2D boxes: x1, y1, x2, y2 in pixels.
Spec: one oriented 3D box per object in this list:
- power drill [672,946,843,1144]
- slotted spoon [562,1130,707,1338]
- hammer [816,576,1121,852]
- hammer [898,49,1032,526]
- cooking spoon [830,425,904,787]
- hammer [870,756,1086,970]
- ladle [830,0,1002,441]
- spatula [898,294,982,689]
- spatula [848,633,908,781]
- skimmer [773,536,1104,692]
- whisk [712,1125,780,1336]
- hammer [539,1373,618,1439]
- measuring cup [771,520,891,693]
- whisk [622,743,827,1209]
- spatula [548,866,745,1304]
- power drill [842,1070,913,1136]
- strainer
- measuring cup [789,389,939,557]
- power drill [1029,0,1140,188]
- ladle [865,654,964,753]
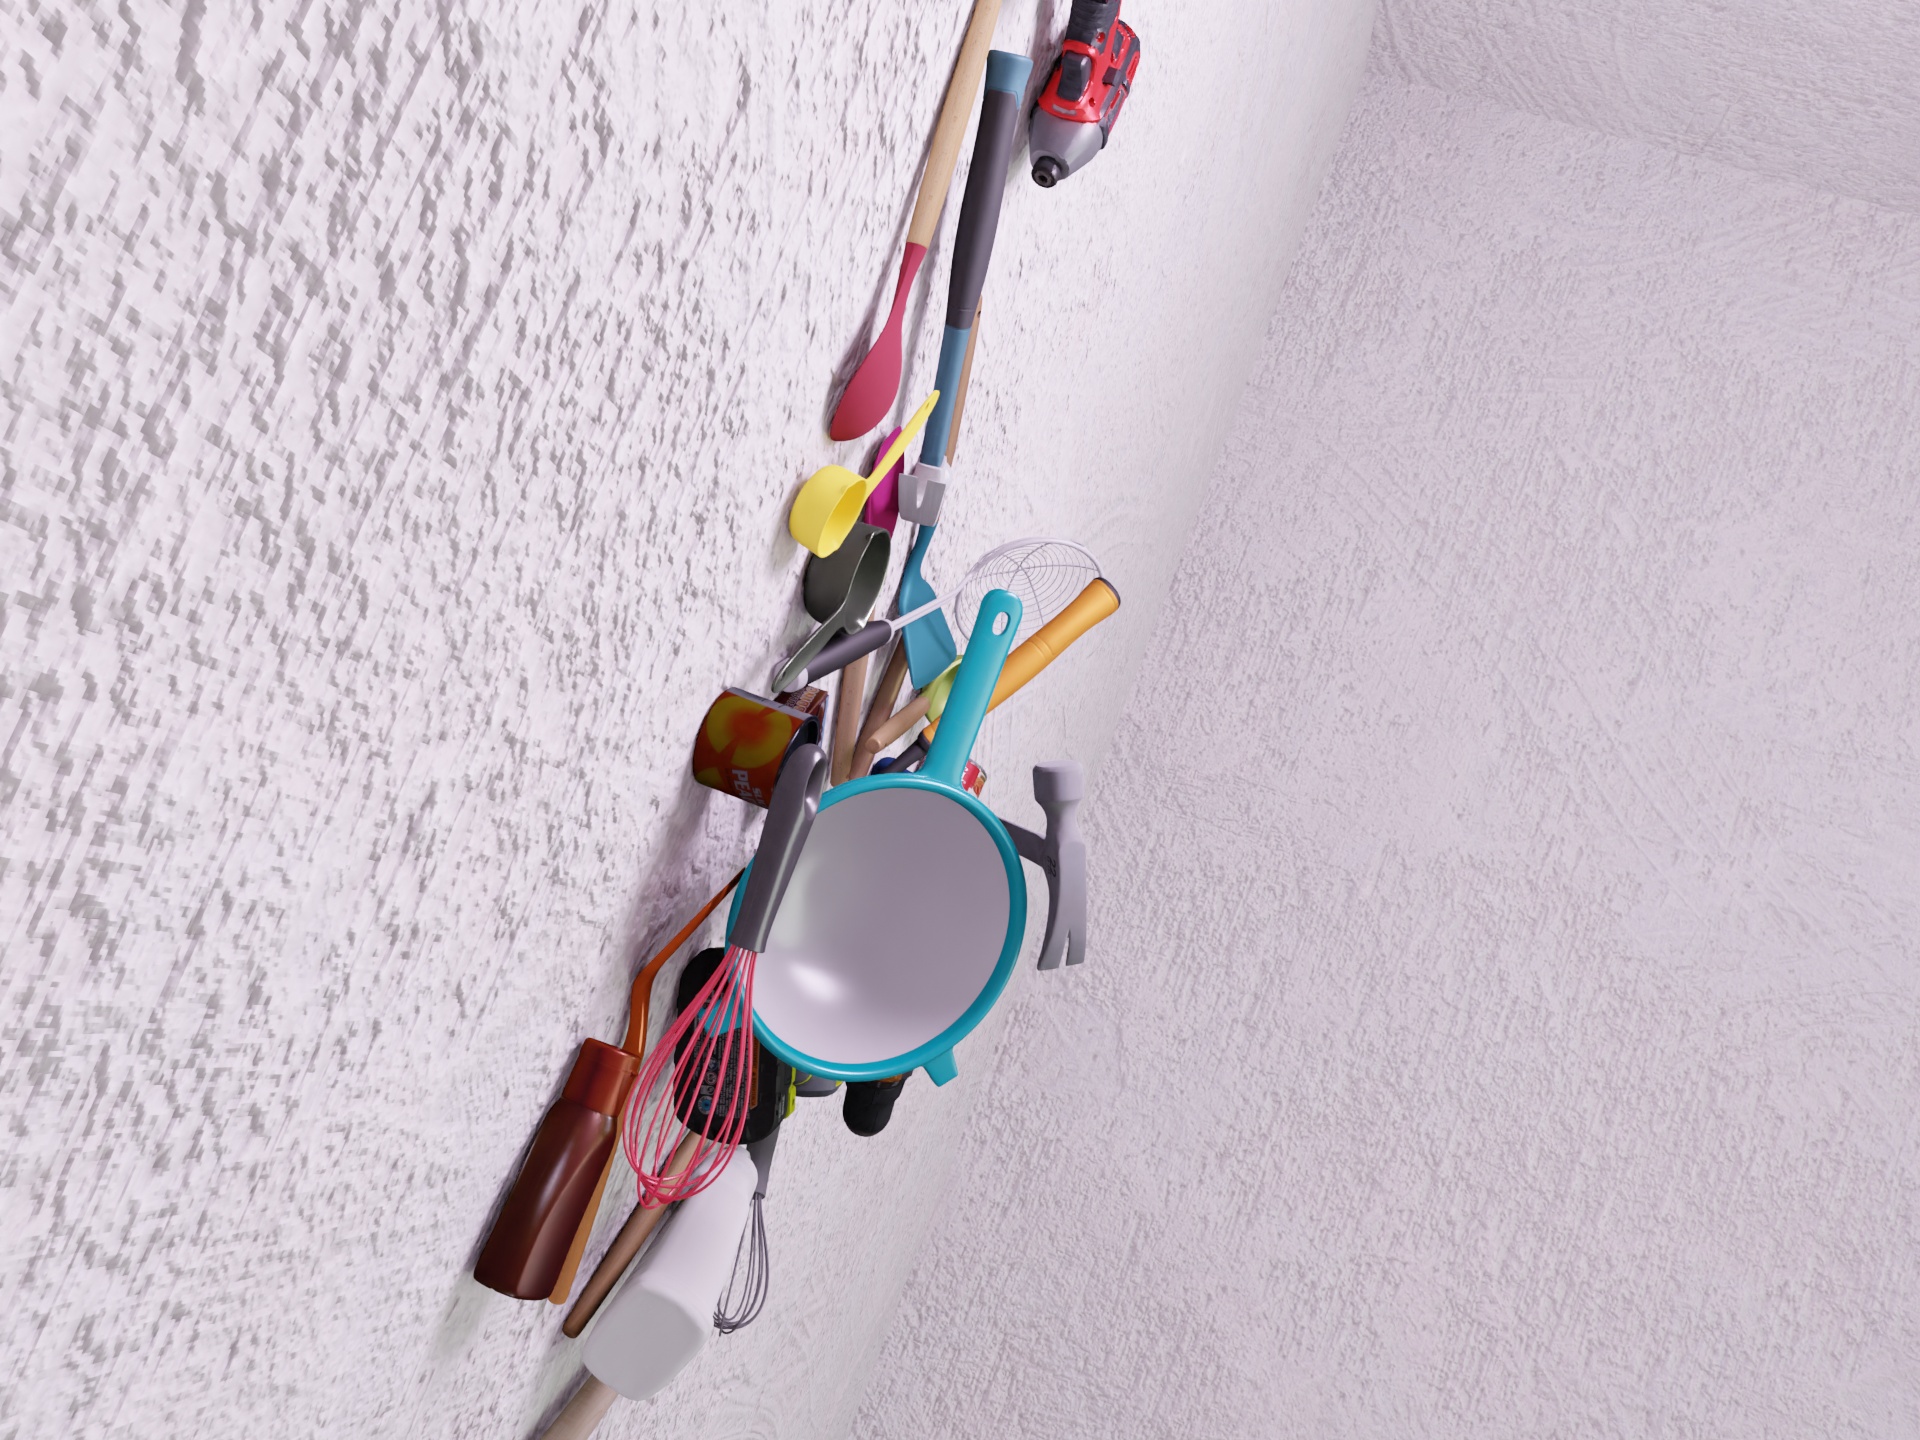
[{"bbox_3d":[-0.136,0.208,1.203,0.228,0.080,0.190,-15,108,-78],"label":"power drill"},{"bbox_3d":[-0.213,0.339,1.226,0.314,0.031,0.070,-56,165,-45],"label":"slotted spoon"},{"bbox_3d":[-0.002,-0.004,1.211,0.337,0.034,0.127,-40,177,-18],"label":"hammer"},{"bbox_3d":[0.001,-0.287,1.094,0.128,0.033,0.330,-77,180,-61],"label":"hammer"},{"bbox_3d":[-0.074,-0.074,1.195,0.069,0.017,0.318,-58,163,-53],"label":"cooking spoon"},{"bbox_3d":[0.005,0.080,1.233,0.406,0.035,0.144,-164,-111,-69],"label":"hammer"},{"bbox_3d":[-0.021,-0.324,1.003,0.069,0.031,0.315,-18,126,-84],"label":"ladle"},{"bbox_3d":[-0.009,-0.179,1.255,0.082,0.044,0.317,-40,147,-55],"label":"spatula"},{"bbox_3d":[-0.091,0.052,1.331,0.059,0.018,0.316,34,77,-73],"label":"spatula"},{"bbox_3d":[-0.007,-0.064,1.205,0.127,0.090,0.363,-53,168,33],"label":"skimmer"},{"bbox_3d":[-0.177,0.399,1.346,0.055,0.055,0.239,95,2,-53],"label":"whisk"},{"bbox_3d":[-0.267,0.506,1.234,0.411,0.038,0.146,-47,156,-64],"label":"hammer"},{"bbox_3d":[-0.096,-0.073,1.048,0.168,0.038,0.083,-55,162,-45],"label":"measuring cup"},{"bbox_3d":[-0.136,0.154,0.958,0.073,0.073,0.296,27,82,-79],"label":"whisk"},{"bbox_3d":[-0.211,0.241,1.030,0.081,0.041,0.322,-53,162,-78],"label":"spatula"},{"bbox_3d":[-0.069,0.229,1.379,0.226,0.084,0.185,-98,-161,-59],"label":"power drill"},{"bbox_3d":[-0.045,0.067,1.066,0.095,0.210,0.340,26,-84,62],"label":"strainer"},{"bbox_3d":[-0.061,-0.168,1.025,0.157,0.029,0.062,-56,171,-31],"label":"measuring cup"},{"bbox_3d":[0.086,-0.485,1.113,0.219,0.078,0.143,87,25,-69],"label":"power drill"},{"bbox_3d":[-0.027,-0.004,1.366,0.320,0.062,0.078,-45,159,-75],"label":"ladle"}]
